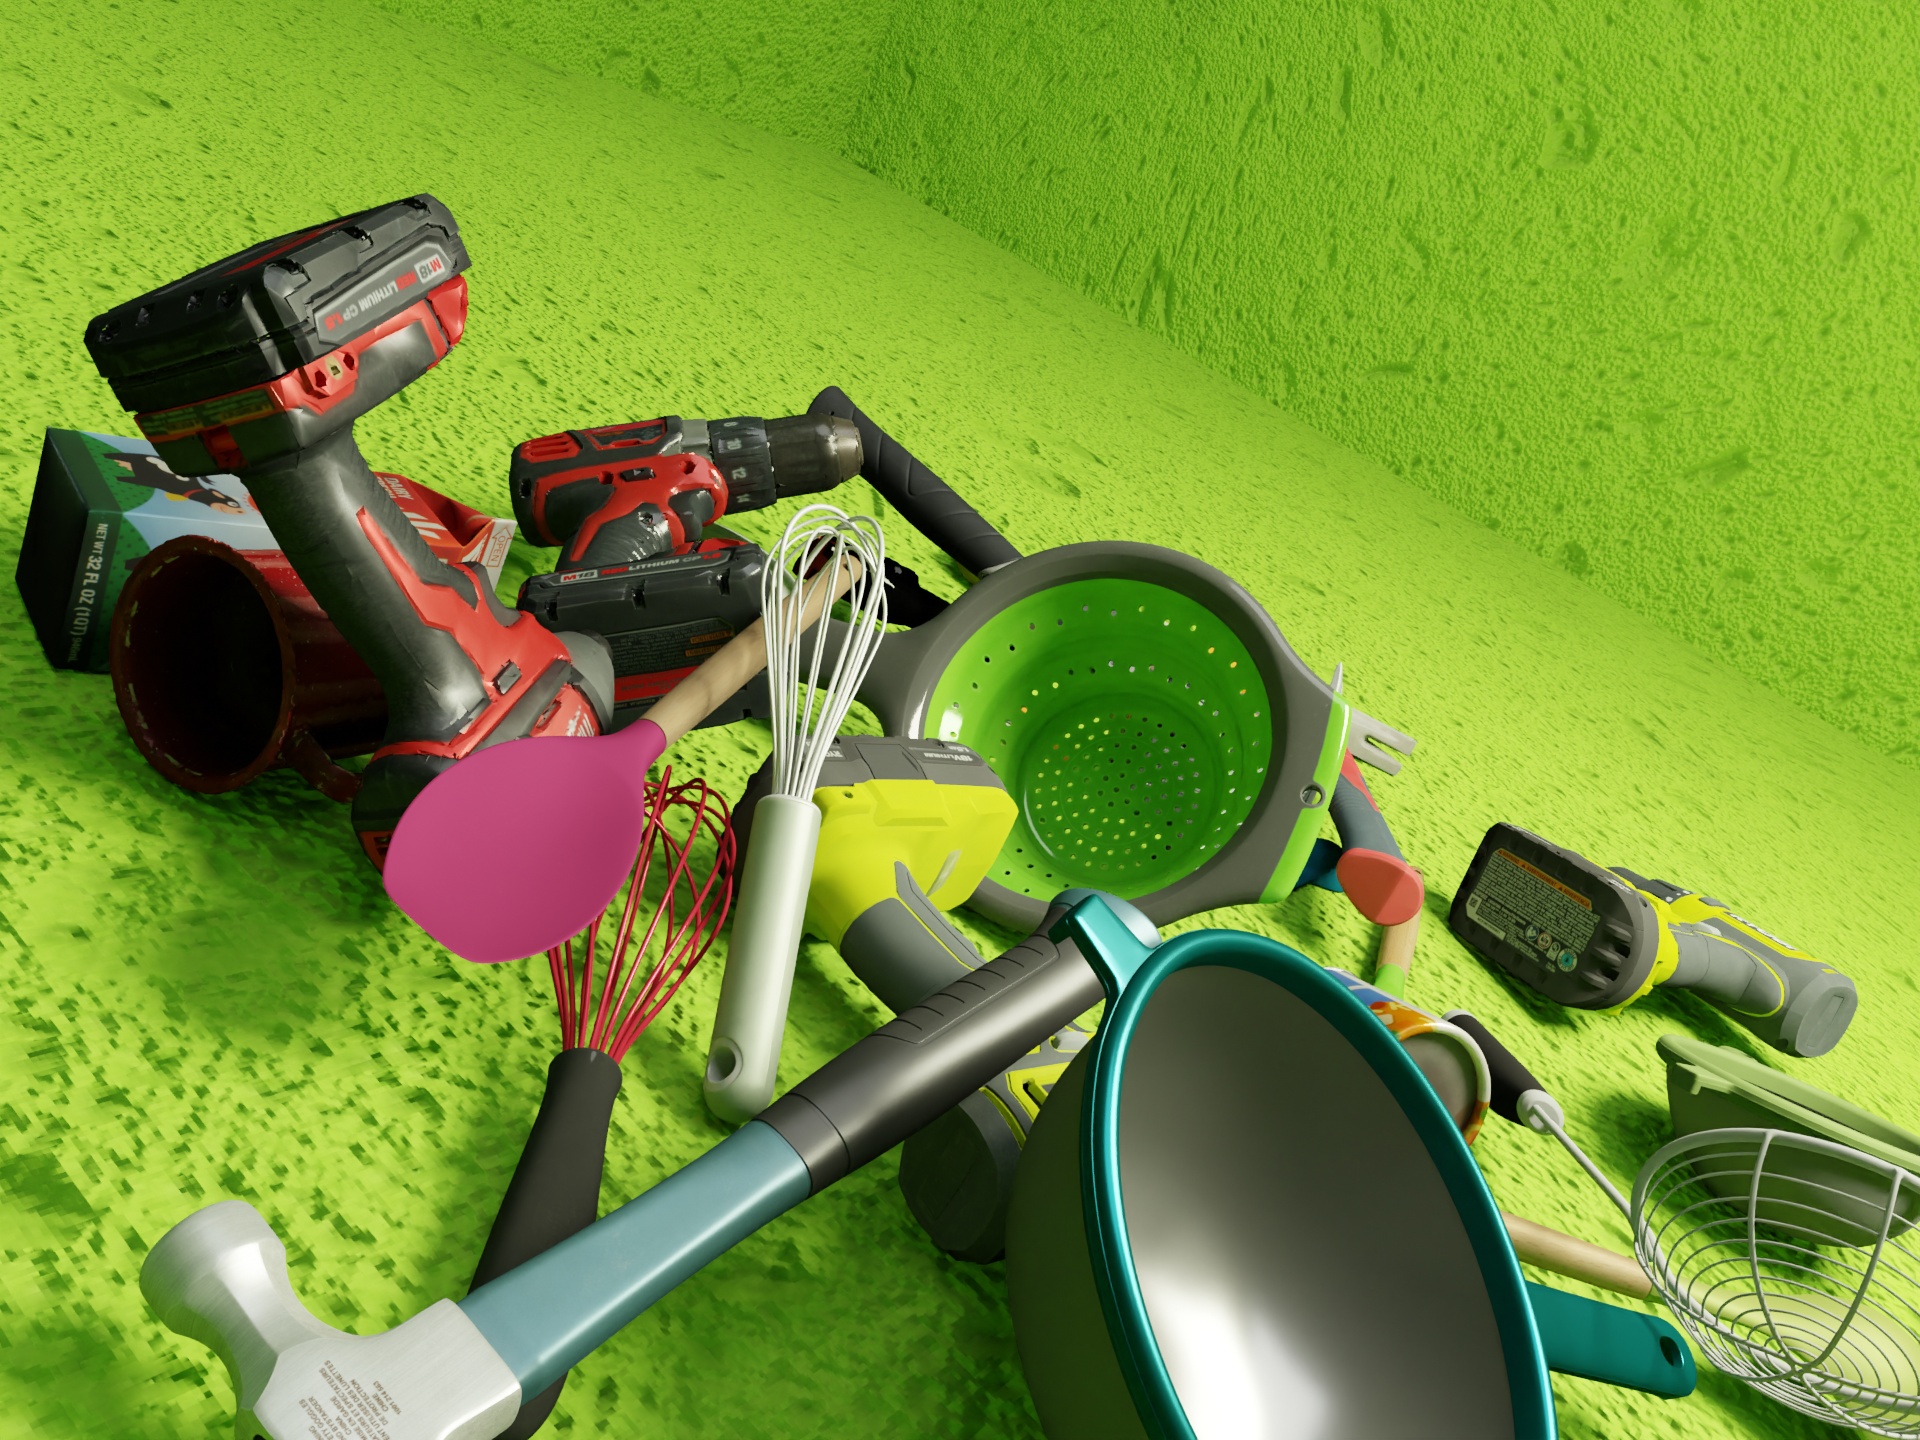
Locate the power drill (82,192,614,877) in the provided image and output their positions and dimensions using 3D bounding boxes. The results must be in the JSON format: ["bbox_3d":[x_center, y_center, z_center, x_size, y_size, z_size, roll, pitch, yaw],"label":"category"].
[{"bbox_3d":[-0.191,-0.061,0.564,0.078,0.219,0.143,-8,28,20],"label":"power drill"}]

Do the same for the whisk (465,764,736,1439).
[{"bbox_3d":[-0.118,0.102,0.521,0.073,0.073,0.296,21,29,-13],"label":"whisk"}]

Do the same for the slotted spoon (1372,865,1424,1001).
[{"bbox_3d":[0.242,0.134,0.879,0.070,0.031,0.314,30,21,10],"label":"slotted spoon"}]

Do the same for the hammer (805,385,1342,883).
[{"bbox_3d":[0.043,-0.080,0.930,0.409,0.149,0.036,43,-10,27],"label":"hammer"}]

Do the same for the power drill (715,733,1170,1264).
[{"bbox_3d":[0.013,0.104,0.635,0.171,0.080,0.223,3,36,-43],"label":"power drill"}]

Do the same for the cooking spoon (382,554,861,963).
[{"bbox_3d":[-0.106,-0.004,0.608,0.069,0.017,0.319,41,33,-1],"label":"cooking spoon"}]

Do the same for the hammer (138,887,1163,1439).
[{"bbox_3d":[-0.045,0.121,0.467,0.128,0.033,0.331,41,38,22],"label":"hammer"}]

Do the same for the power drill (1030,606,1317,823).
[{"bbox_3d":[0.124,-0.015,1.017,0.185,0.084,0.226,20,19,-10],"label":"power drill"}]

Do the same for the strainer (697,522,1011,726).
[{"bbox_3d":[-0.073,-0.049,0.923,0.258,0.050,0.087,27,-21,-11],"label":"strainer"}]

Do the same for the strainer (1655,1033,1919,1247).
[{"bbox_3d":[0.433,0.224,0.858,0.151,0.069,0.256,23,3,15],"label":"strainer"}]

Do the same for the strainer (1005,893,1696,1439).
[{"bbox_3d":[0.127,0.199,0.520,0.340,0.095,0.211,27,44,-38],"label":"strainer"}]

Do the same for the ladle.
[{"bbox_3d":[0.255,0.235,0.664,0.320,0.062,0.078,19,19,1],"label":"ladle"}]

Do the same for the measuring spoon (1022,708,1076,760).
[{"bbox_3d":[0.037,-0.004,0.987,0.021,0.011,0.117,17,19,-44],"label":"measuring spoon"}]

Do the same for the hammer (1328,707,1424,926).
[{"bbox_3d":[0.261,0.048,1.031,0.143,0.038,0.386,26,17,-3],"label":"hammer"}]

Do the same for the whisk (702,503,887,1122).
[{"bbox_3d":[-0.062,0.026,0.594,0.059,0.058,0.246,35,54,-45],"label":"whisk"}]

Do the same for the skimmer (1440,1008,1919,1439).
[{"bbox_3d":[0.287,0.170,0.660,0.127,0.090,0.363,52,5,-6],"label":"skimmer"}]

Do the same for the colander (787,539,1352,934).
[{"bbox_3d":[-0.001,-0.003,0.825,0.397,0.204,0.094,17,-17,21],"label":"colander"}]

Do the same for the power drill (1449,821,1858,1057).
[{"bbox_3d":[0.424,0.132,1.010,0.228,0.080,0.191,15,14,-31],"label":"power drill"}]

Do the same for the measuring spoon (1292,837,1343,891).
[{"bbox_3d":[0.198,0.086,0.940,0.042,0.021,0.128,39,24,30],"label":"measuring spoon"}]

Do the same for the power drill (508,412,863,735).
[{"bbox_3d":[-0.132,-0.090,0.794,0.188,0.080,0.227,-10,35,-6],"label":"power drill"}]
